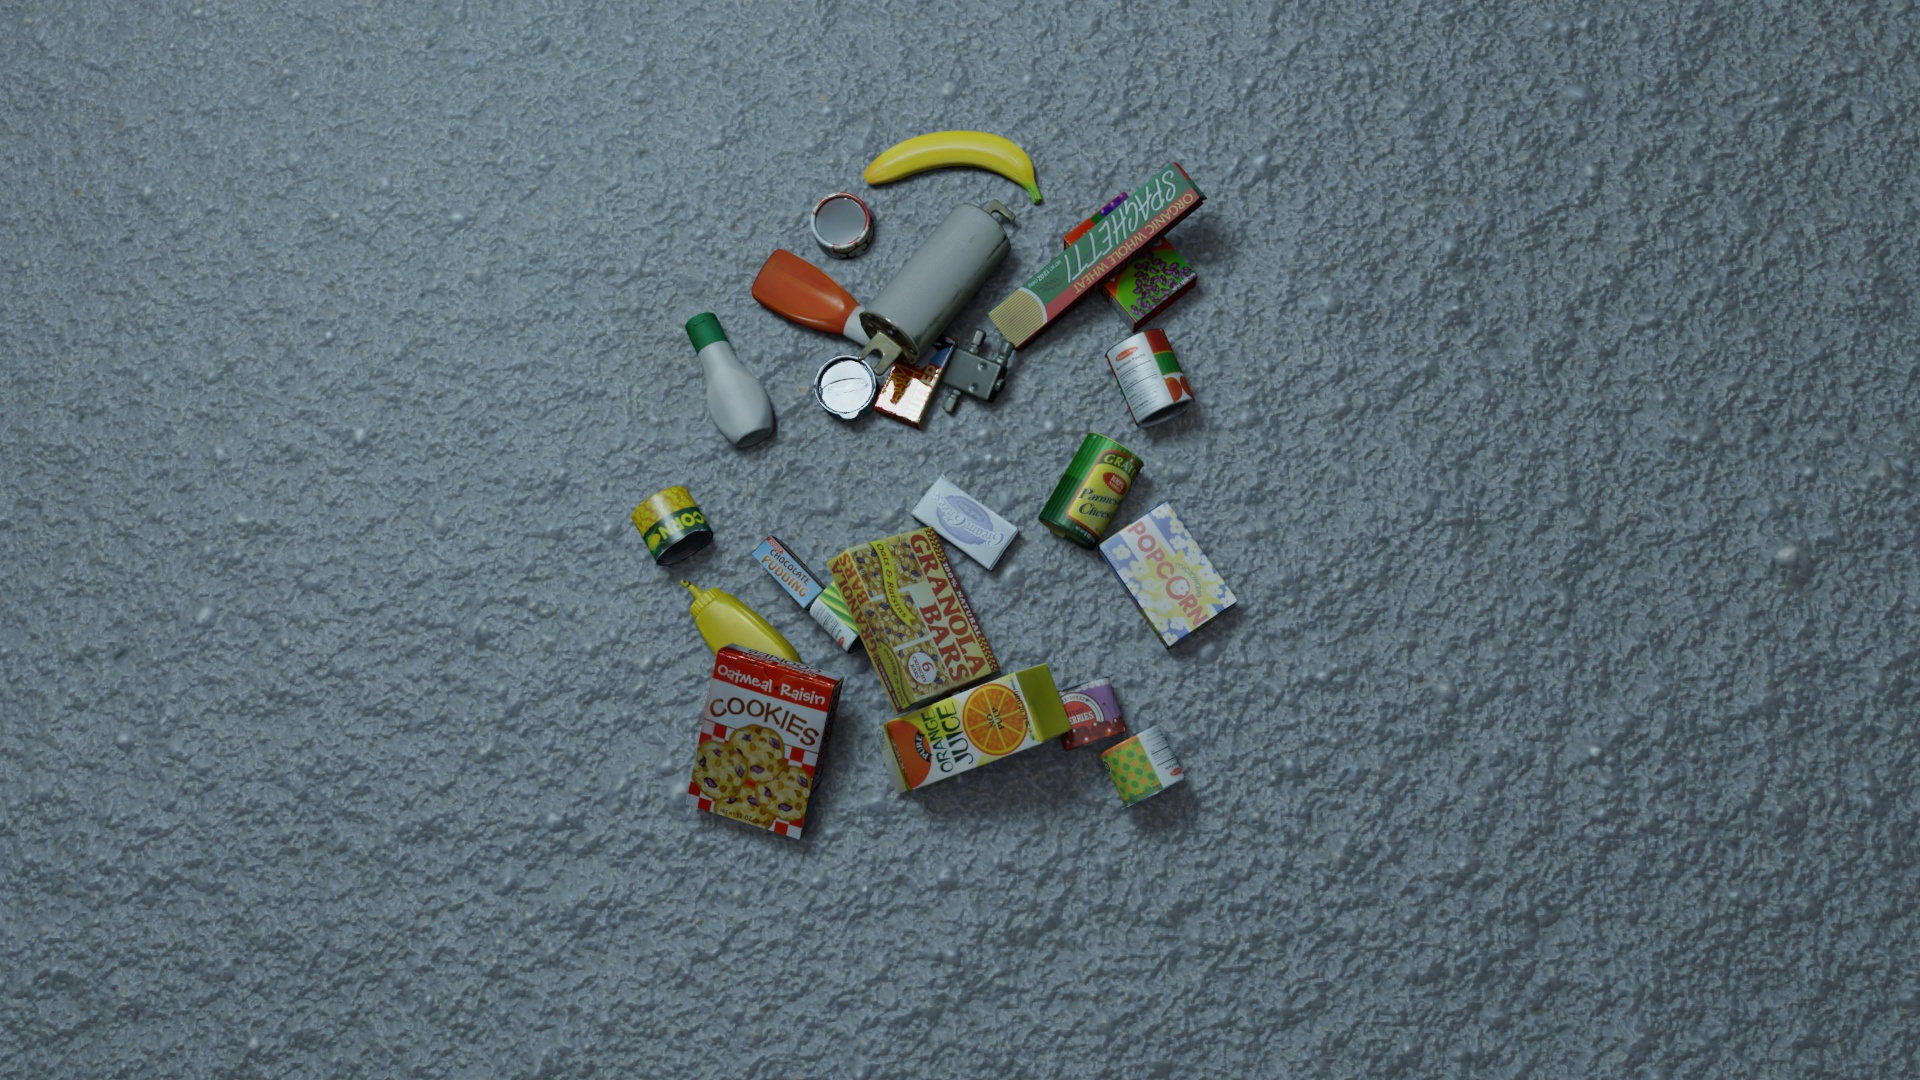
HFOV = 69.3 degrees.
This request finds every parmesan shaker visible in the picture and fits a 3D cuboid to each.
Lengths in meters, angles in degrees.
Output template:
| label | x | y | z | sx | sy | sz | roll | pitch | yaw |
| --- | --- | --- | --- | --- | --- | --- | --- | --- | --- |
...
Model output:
| label | x | y | z | sx | sy | sz | roll | pitch | yaw |
| --- | --- | --- | --- | --- | --- | --- | --- | --- | --- |
| parmesan shaker | 0.135 | -0.048 | 1.415 | 0.071 | 0.071 | 0.103 | 29 | 84 | 9 |

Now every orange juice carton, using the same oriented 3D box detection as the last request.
| label | x | y | z | sx | sy | sz | roll | pitch | yaw |
| --- | --- | --- | --- | --- | --- | --- | --- | --- | --- |
| orange juice carton | 0.002 | 0.187 | 1.355 | 0.192 | 0.073 | 0.072 | -24 | 81 | 26 |

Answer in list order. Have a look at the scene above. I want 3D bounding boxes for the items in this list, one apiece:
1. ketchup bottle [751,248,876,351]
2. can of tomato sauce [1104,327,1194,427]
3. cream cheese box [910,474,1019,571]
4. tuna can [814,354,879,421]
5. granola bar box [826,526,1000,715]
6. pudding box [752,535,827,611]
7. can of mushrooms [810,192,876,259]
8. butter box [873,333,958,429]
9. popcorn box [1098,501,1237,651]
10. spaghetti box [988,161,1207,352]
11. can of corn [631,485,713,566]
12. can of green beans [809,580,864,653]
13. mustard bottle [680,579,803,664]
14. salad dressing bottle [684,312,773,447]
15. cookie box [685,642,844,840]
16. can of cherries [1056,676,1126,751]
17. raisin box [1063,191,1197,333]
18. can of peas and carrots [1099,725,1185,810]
| label | x | y | z | sx | sy | sz | roll | pitch | yaw |
| --- | --- | --- | --- | --- | --- | --- | --- | --- | --- |
| ketchup bottle | -0.147 | -0.252 | 1.486 | 0.149 | 0.043 | 0.065 | 30 | 84 | 9 |
| can of tomato sauce | 0.197 | -0.167 | 1.432 | 0.071 | 0.071 | 0.083 | -22 | 79 | 0 |
| cream cheese box | 0.005 | -0.018 | 1.438 | 0.104 | 0.024 | 0.053 | 35 | 84 | 10 |
| tuna can | -0.119 | -0.158 | 1.471 | 0.071 | 0.033 | 0.071 | -1 | 79 | 5 |
| granola bar box | -0.045 | 0.075 | 1.377 | 0.039 | 0.124 | 0.165 | -35 | 77 | 42 |
| pudding box | -0.172 | 0.036 | 1.430 | 0.030 | 0.049 | 0.084 | -44 | 79 | -1 |
| can of mushrooms | -0.126 | -0.343 | 1.507 | 0.071 | 0.033 | 0.071 | -1 | 79 | 5 |
| butter box | -0.047 | -0.174 | 1.473 | 0.053 | 0.024 | 0.103 | 23 | 82 | 9 |
| popcorn box | 0.209 | 0.035 | 1.404 | 0.085 | 0.038 | 0.127 | -33 | 78 | -3 |
| spaghetti box | 0.139 | -0.291 | 1.434 | 0.249 | 0.029 | 0.050 | -38 | 81 | 18 |
| can of corn | -0.299 | -0.017 | 1.440 | 0.071 | 0.071 | 0.058 | -32 | 78 | -2 |
| can of green beans | -0.110 | 0.072 | 1.410 | 0.058 | 0.071 | 0.071 | 44 | 86 | 11 |
| mustard bottle | -0.230 | 0.094 | 1.423 | 0.065 | 0.049 | 0.160 | -45 | 79 | 2 |
| salad dressing bottle | -0.249 | -0.173 | 1.480 | 0.064 | 0.044 | 0.148 | -26 | 77 | 1 |
| cookie box | -0.194 | 0.198 | 1.375 | 0.123 | 0.040 | 0.167 | 16 | 103 | 7 |
| can of cherries | 0.123 | 0.171 | 1.369 | 0.071 | 0.071 | 0.058 | -17 | 79 | 1 |
| raisin box | 0.179 | -0.295 | 1.471 | 0.086 | 0.040 | 0.123 | -38 | 80 | -2 |
| can of peas and carrots | 0.176 | 0.222 | 1.358 | 0.071 | 0.071 | 0.059 | -26 | 78 | 0 |
